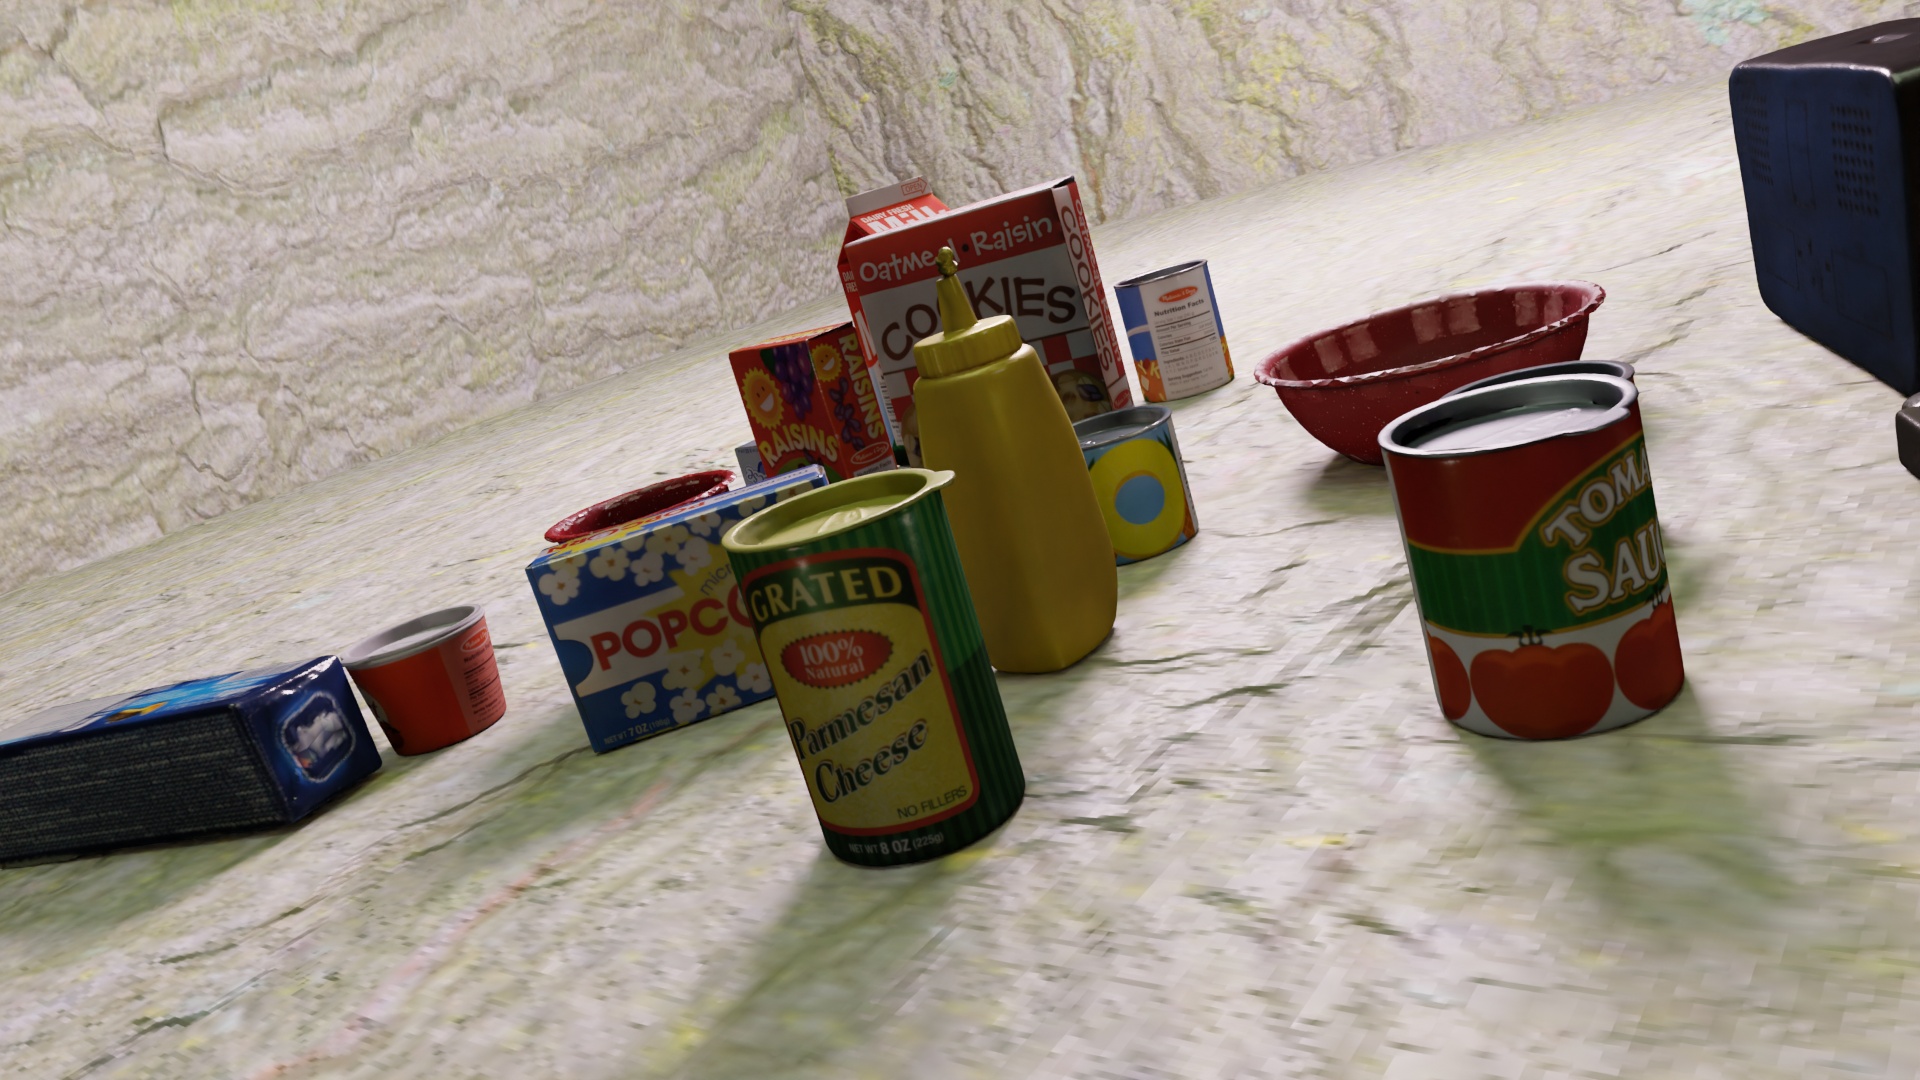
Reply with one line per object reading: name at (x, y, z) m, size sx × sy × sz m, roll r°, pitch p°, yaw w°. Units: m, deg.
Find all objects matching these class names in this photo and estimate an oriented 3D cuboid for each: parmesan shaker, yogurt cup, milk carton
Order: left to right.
yogurt cup at (-0.254, 0.067, 0.667) m, size 0.072 × 0.053 × 0.072 m, roll -16°, pitch 14°, yaw 4°
parmesan shaker at (-0.022, 0.037, 0.418) m, size 0.071 × 0.103 × 0.071 m, roll -16°, pitch 14°, yaw 4°
milk carton at (-0.025, -0.152, 0.966) m, size 0.072 × 0.190 × 0.073 m, roll -25°, pitch 16°, yaw -31°

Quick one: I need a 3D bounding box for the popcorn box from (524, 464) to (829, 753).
popcorn box at (-0.106, 0.027, 0.587) m, size 0.127 × 0.085 × 0.038 m, roll -18°, pitch 14°, yaw -5°

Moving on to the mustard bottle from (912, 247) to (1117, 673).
mustard bottle at (0.015, -0.032, 0.521) m, size 0.048 × 0.159 × 0.065 m, roll -7°, pitch 17°, yaw 36°

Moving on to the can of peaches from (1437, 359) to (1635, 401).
can of peaches at (0.206, -0.026, 0.493) m, size 0.071 × 0.058 × 0.071 m, roll -16°, pitch 14°, yaw 4°

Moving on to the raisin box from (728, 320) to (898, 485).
raisin box at (-0.083, -0.062, 0.823) m, size 0.040 × 0.123 × 0.086 m, roll -27°, pitch 17°, yaw -37°

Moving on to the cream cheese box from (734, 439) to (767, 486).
cream cheese box at (-0.104, -0.043, 0.919) m, size 0.103 × 0.053 × 0.024 m, roll -1°, pitch 20°, yaw 46°

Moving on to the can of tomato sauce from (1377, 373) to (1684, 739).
can of tomato sauce at (0.158, 0.004, 0.381) m, size 0.071 × 0.083 × 0.071 m, roll -16°, pitch 14°, yaw 4°

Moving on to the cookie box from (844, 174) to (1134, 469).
cookie box at (0.021, -0.095, 0.741) m, size 0.123 × 0.167 × 0.040 m, roll -10°, pitch 15°, yaw 27°

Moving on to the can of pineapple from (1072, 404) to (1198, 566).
can of pineapple at (0.070, -0.025, 0.641) m, size 0.071 × 0.057 × 0.071 m, roll -16°, pitch 14°, yaw 4°

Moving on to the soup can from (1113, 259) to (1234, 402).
soup can at (0.148, -0.145, 0.962) m, size 0.071 × 0.083 × 0.071 m, roll -16°, pitch 14°, yaw 4°
